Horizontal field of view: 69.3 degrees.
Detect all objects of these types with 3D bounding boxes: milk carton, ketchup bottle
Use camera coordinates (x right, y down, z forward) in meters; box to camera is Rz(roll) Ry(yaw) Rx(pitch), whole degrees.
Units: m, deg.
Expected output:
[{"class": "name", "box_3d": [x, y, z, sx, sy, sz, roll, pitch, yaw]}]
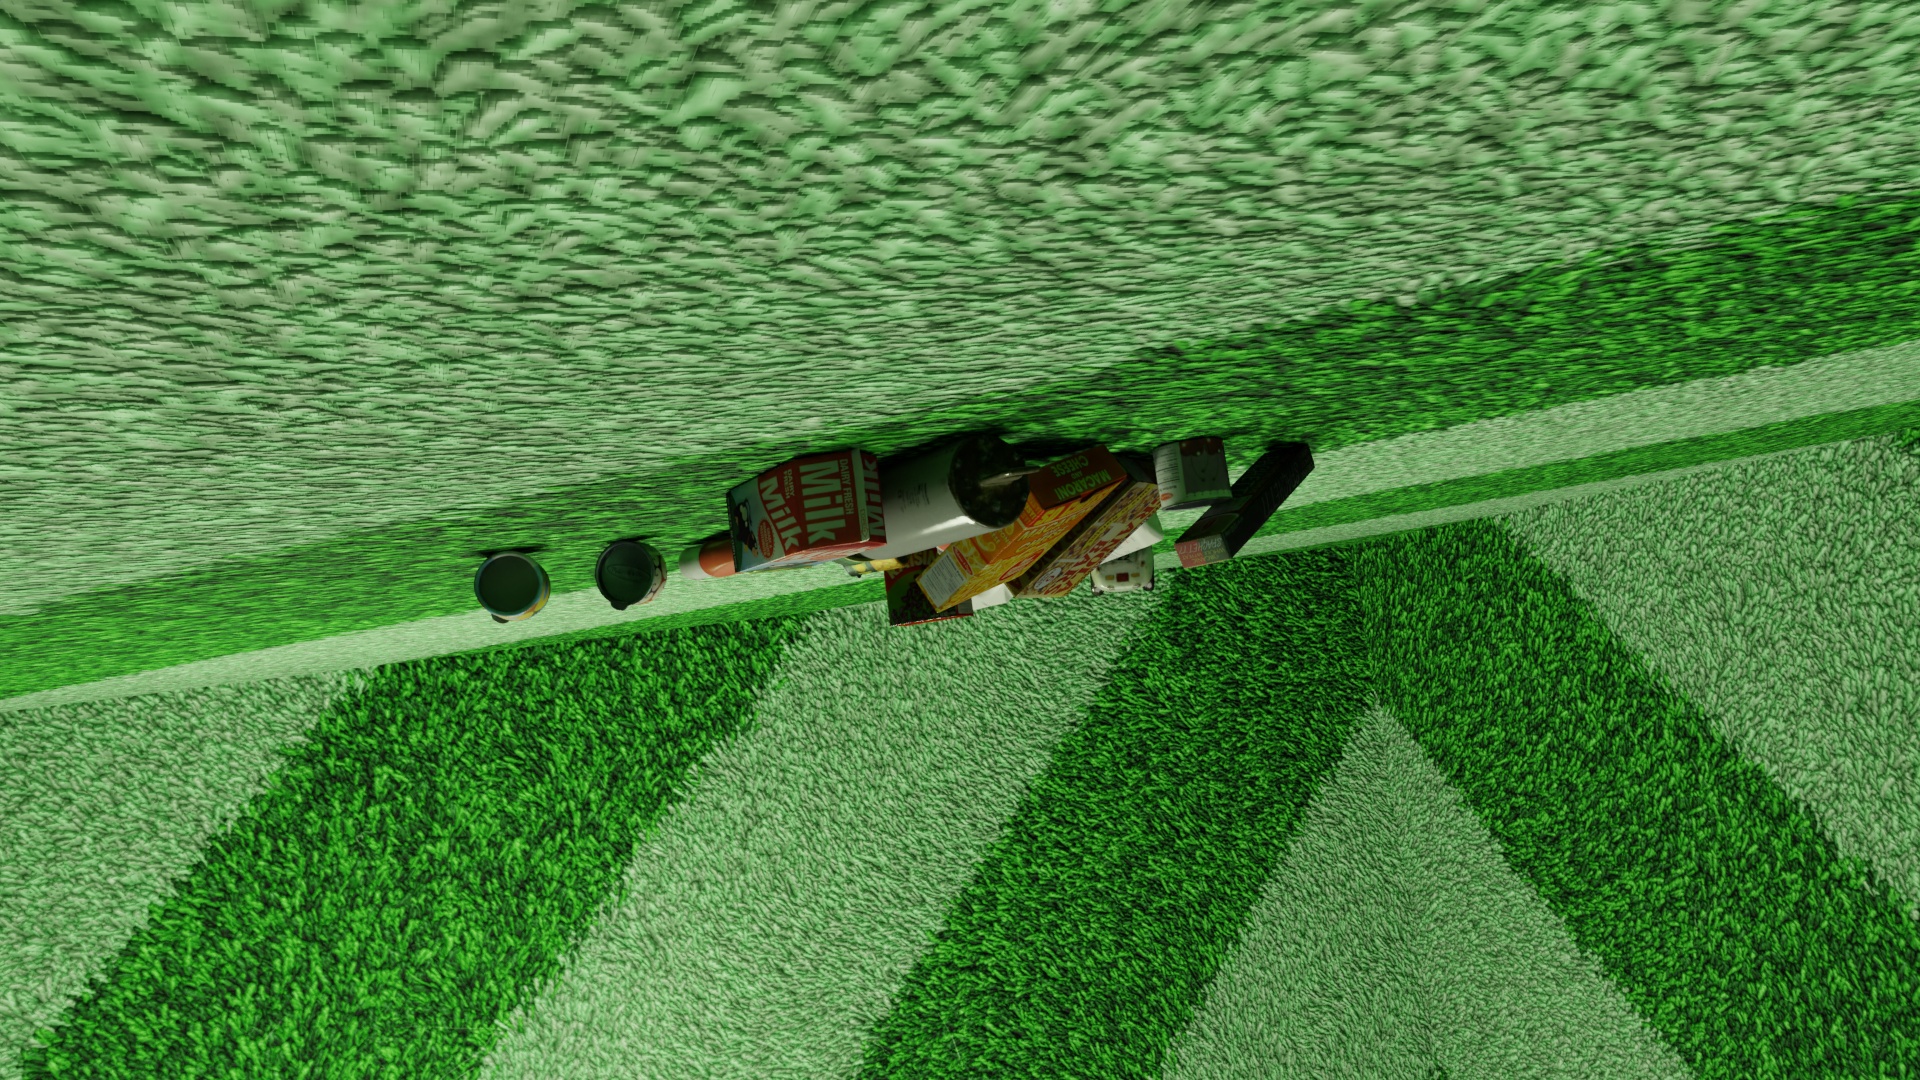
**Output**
[{"class": "milk carton", "box_3d": [-0.117, -0.022, 1.101, 0.073, 0.072, 0.190, -5, 174, -30]}, {"class": "ketchup bottle", "box_3d": [-0.242, 0.015, 1.483, 0.148, 0.043, 0.065, -12, 173, 40]}]

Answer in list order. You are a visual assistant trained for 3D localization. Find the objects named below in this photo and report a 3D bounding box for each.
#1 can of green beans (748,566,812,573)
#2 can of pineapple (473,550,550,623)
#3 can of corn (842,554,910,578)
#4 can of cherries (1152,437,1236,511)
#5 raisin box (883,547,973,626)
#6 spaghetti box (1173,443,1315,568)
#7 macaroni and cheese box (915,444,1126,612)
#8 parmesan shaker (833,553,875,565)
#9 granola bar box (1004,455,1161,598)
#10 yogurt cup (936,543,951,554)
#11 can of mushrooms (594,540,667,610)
[{"class": "can of green beans", "box_3d": [-0.166, -0.005, 1.253, 0.058, 0.071, 0.071, -5, 174, -29]}, {"class": "can of pineapple", "box_3d": [-0.442, 0.047, 1.369, 0.071, 0.071, 0.057, -7, 174, -11]}, {"class": "can of corn", "box_3d": [-0.089, 0.002, 1.435, 0.058, 0.071, 0.071, -11, 174, 18]}, {"class": "can of cherries", "box_3d": [0.216, -0.061, 1.281, 0.071, 0.058, 0.071, -9, 174, -1]}, {"class": "raisin box", "box_3d": [-0.037, 0.025, 1.471, 0.086, 0.123, 0.040, -11, 172, 29]}, {"class": "spaghetti box", "box_3d": [0.277, -0.037, 1.328, 0.050, 0.028, 0.251, -13, -165, 36]}, {"class": "macaroni and cheese box", "box_3d": [0.053, -0.010, 1.210, 0.124, 0.040, 0.165, -22, 163, -47]}, {"class": "parmesan shaker", "box_3d": [-0.095, -0.014, 1.271, 0.071, 0.071, 0.103, -7, 178, -11]}, {"class": "granola bar box", "box_3d": [0.124, -0.012, 1.349, 0.165, 0.039, 0.124, -45, 160, 19]}, {"class": "yogurt cup", "box_3d": [0.005, -0.017, 1.323, 0.072, 0.072, 0.054, -7, -171, -16]}, {"class": "can of mushrooms", "box_3d": [-0.335, 0.036, 1.412, 0.071, 0.071, 0.033, -9, 176, 13]}]
